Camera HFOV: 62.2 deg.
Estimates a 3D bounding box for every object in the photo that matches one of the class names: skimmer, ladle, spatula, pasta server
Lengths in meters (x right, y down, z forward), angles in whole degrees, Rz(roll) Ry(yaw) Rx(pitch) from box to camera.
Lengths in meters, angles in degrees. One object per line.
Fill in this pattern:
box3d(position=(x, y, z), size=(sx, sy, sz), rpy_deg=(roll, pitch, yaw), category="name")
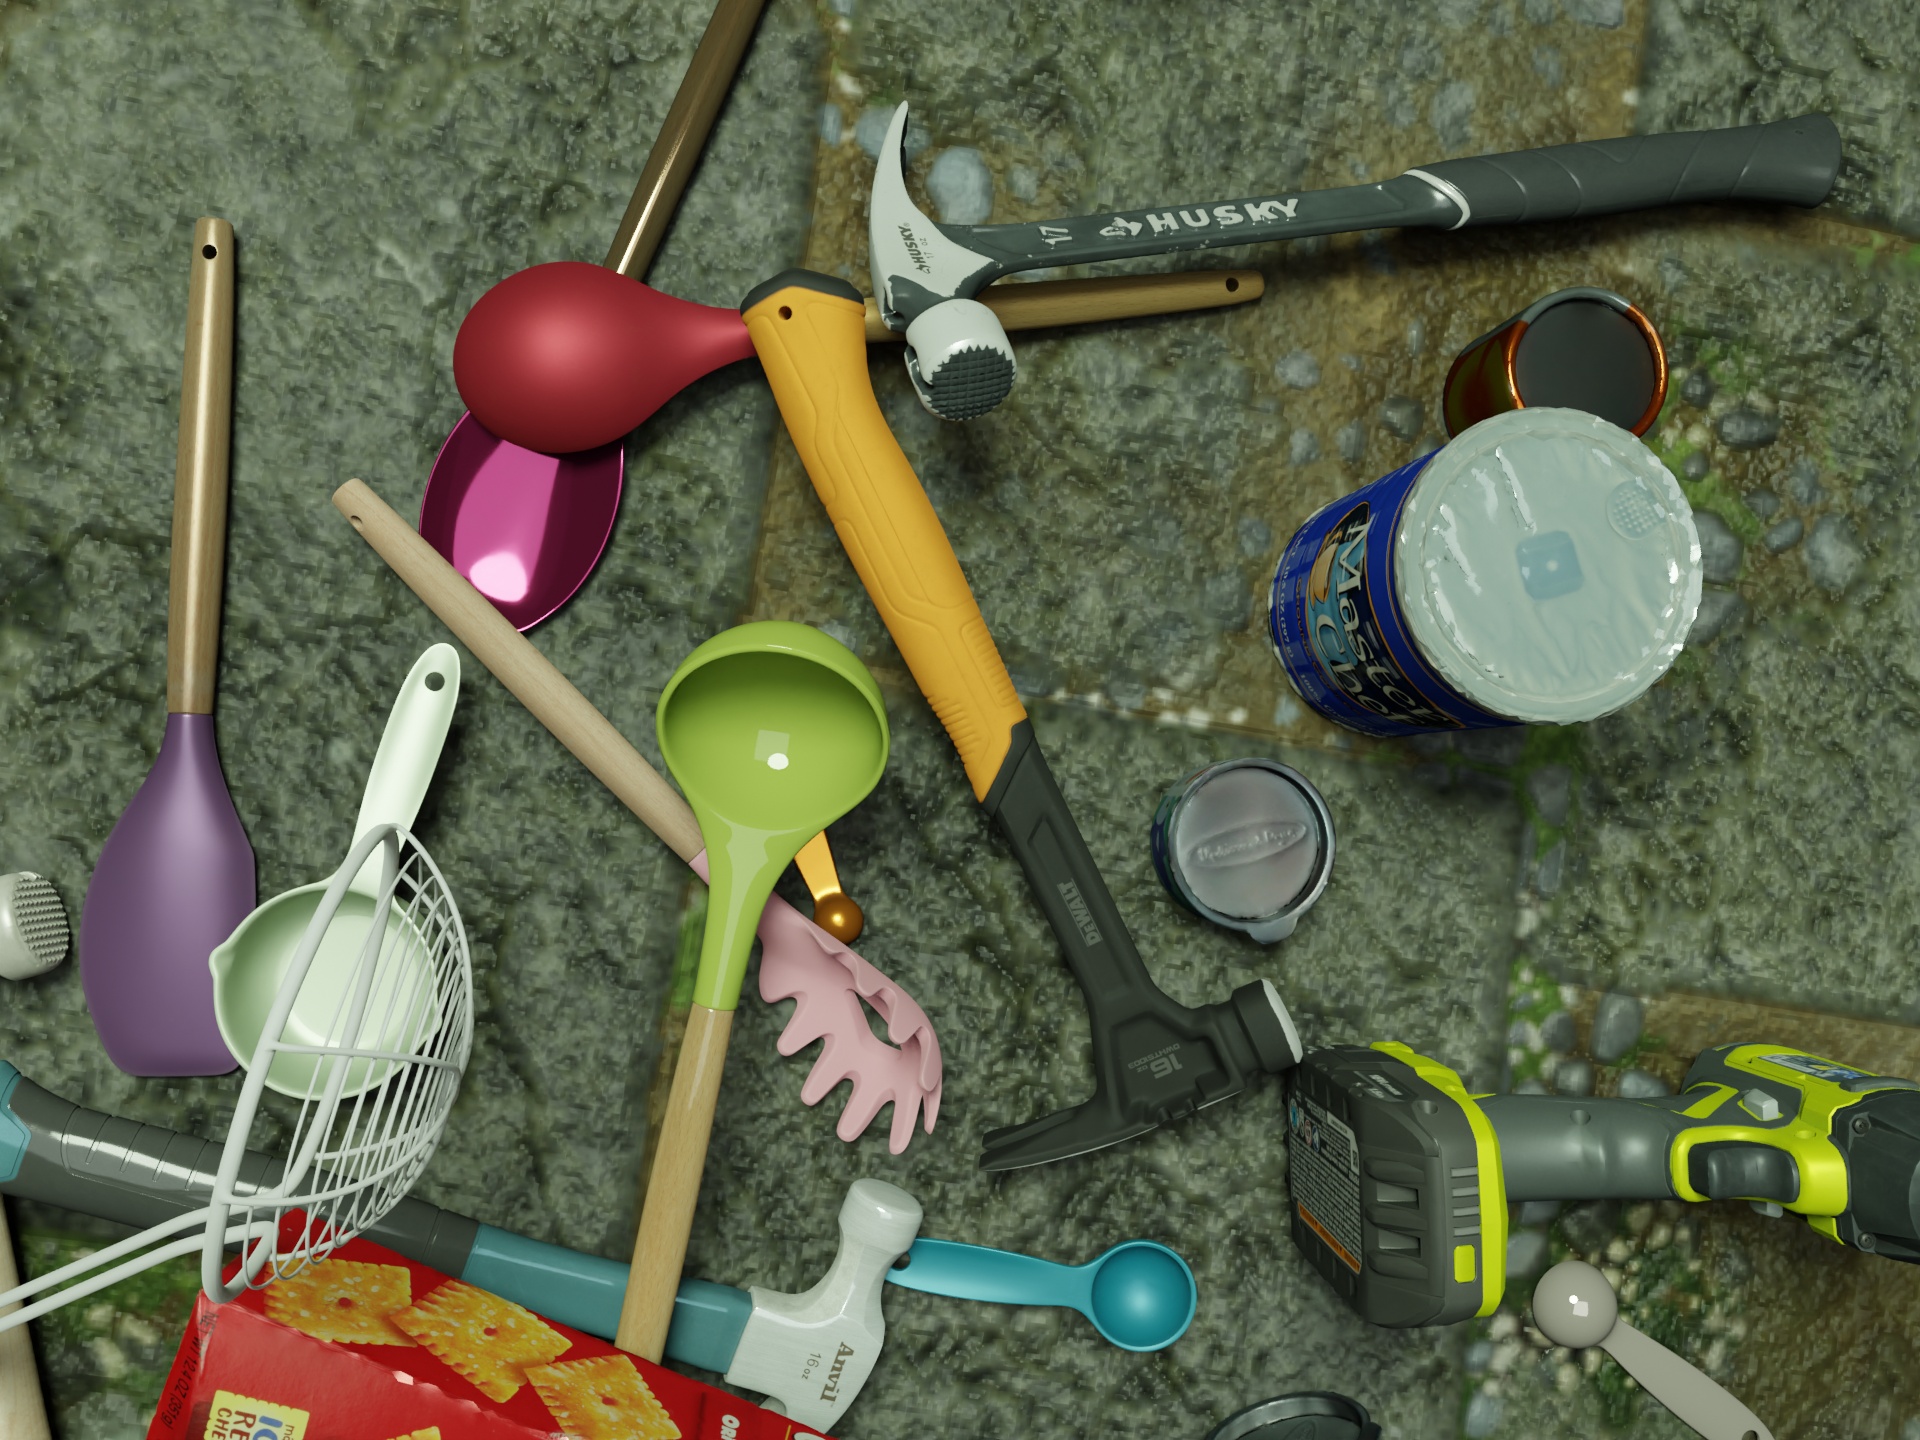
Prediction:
box3d(position=(-0.283, 0.147, 0.464), size=(0.363, 0.127, 0.090), rpy_deg=(-26, 118, 17), category="skimmer")
box3d(position=(-0.031, -0.151, 0.606), size=(0.315, 0.031, 0.069), rpy_deg=(-9, 95, -12), category="ladle")
box3d(position=(-0.089, 0.124, 0.532), size=(0.078, 0.062, 0.320), rpy_deg=(12, 90, -5), category="ladle")
box3d(position=(-0.284, -0.028, 0.584), size=(0.059, 0.018, 0.316), rpy_deg=(3, 88, -12), category="spatula")
box3d(position=(-0.118, 0.032, 0.584), size=(0.316, 0.040, 0.060), rpy_deg=(46, 128, -4), category="pasta server")

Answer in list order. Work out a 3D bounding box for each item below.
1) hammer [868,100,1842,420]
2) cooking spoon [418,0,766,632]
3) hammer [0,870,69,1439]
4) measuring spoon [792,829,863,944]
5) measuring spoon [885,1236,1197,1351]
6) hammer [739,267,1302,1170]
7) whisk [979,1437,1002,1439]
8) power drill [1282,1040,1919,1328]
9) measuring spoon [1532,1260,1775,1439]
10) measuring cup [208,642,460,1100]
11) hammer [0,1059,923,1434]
box3d(position=(0.161, -0.201, 0.615), size=(0.409, 0.036, 0.149), rpy_deg=(-11, 54, -13), category="hammer")
box3d(position=(-0.123, -0.184, 0.610), size=(0.068, 0.017, 0.319), rpy_deg=(23, 86, -9), category="cooking spoon")
box3d(position=(-0.343, 0.269, 0.556), size=(0.146, 0.038, 0.410), rpy_deg=(-16, 90, -5), category="hammer")
box3d(position=(-0.064, 0.032, 0.609), size=(0.021, 0.011, 0.117), rpy_deg=(-21, 90, -7), category="measuring spoon")
box3d(position=(0.026, 0.212, 0.613), size=(0.128, 0.021, 0.042), rpy_deg=(8, 91, 3), category="measuring spoon")
box3d(position=(-0.001, -0.002, 0.580), size=(0.127, 0.034, 0.337), rpy_deg=(-25, 94, 8), category="hammer")
box3d(position=(-0.079, 0.373, 0.572), size=(0.070, 0.070, 0.284), rpy_deg=(45, 79, -3), category="whisk")
box3d(position=(0.240, 0.157, 0.561), size=(0.223, 0.171, 0.080), rpy_deg=(-2, 88, -3), category="power drill")
box3d(position=(0.282, 0.261, 0.634), size=(0.124, 0.018, 0.034), rpy_deg=(38, 84, -4), category="measuring spoon")
box3d(position=(-0.211, 0.053, 0.580), size=(0.083, 0.038, 0.167), rpy_deg=(18, 84, -5), category="measuring cup")
box3d(position=(-0.186, 0.184, 0.557), size=(0.331, 0.033, 0.128), rpy_deg=(20, 91, -13), category="hammer")
